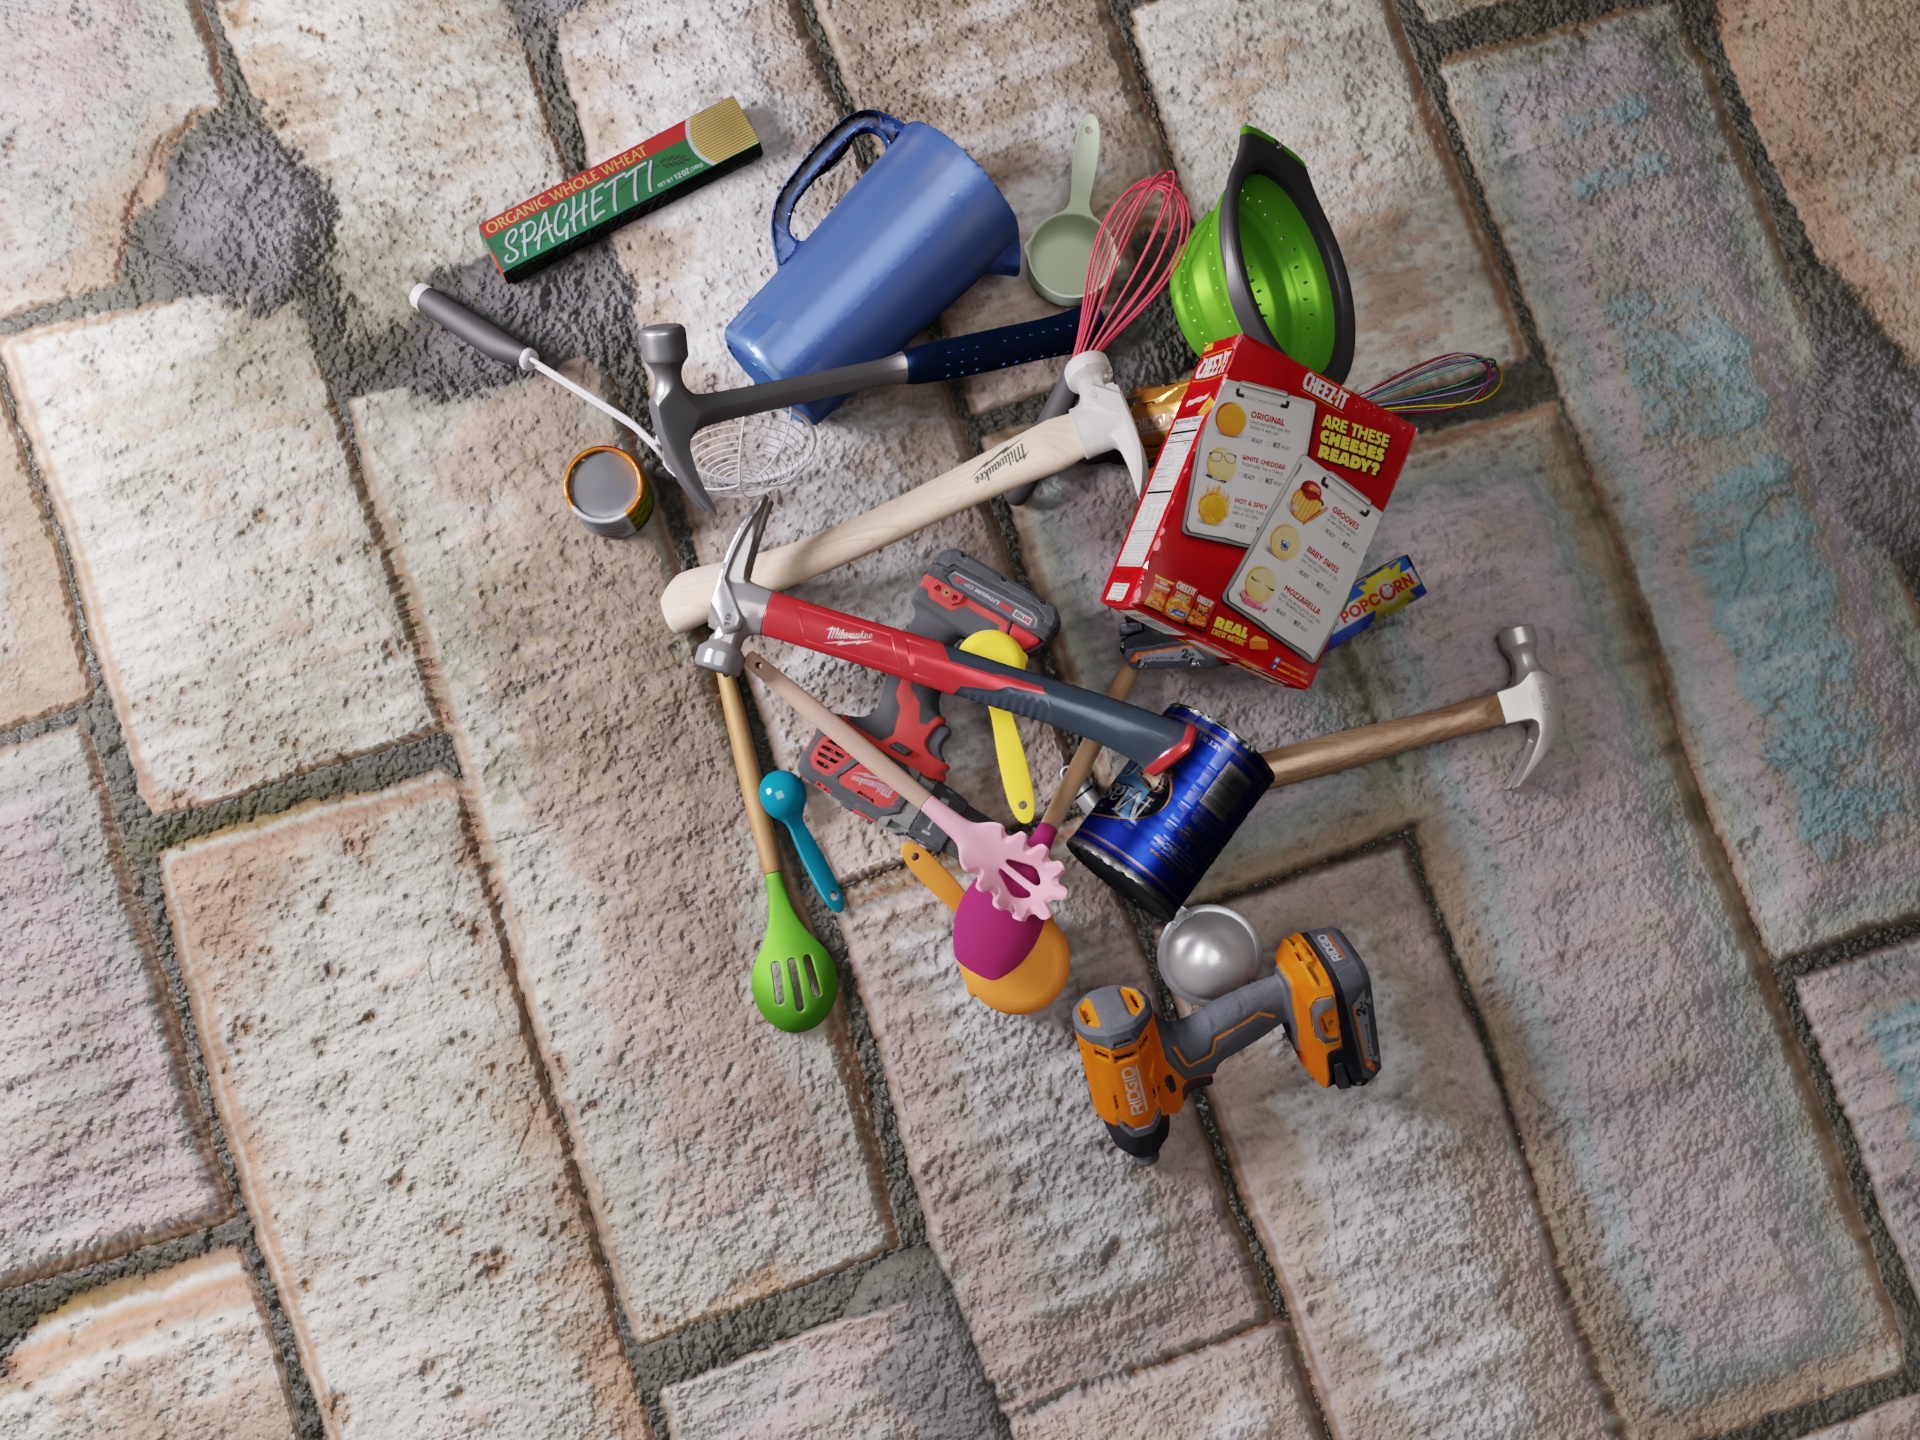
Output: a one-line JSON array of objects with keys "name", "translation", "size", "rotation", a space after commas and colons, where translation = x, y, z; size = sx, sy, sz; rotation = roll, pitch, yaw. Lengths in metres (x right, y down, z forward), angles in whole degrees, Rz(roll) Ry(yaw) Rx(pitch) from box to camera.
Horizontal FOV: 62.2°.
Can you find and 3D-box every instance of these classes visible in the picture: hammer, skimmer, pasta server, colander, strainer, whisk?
[{"name": "hammer", "translation": [0.342, 0.022, 1.331], "size": [0.331, 0.031, 0.130], "rotation": [-15, 84, -4]}, {"name": "hammer", "translation": [-0.003, -0.054, 1.218], "size": [0.386, 0.038, 0.143], "rotation": [17, 88, 8]}, {"name": "skimmer", "translation": [-0.291, -0.290, 1.315], "size": [0.363, 0.127, 0.090], "rotation": [32, 71, 12]}, {"name": "pasta server", "translation": [-0.048, 0.046, 1.240], "size": [0.316, 0.040, 0.060], "rotation": [39, 83, 7]}, {"name": "colander", "translation": [0.247, -0.275, 1.302], "size": [0.094, 0.204, 0.397], "rotation": [-14, 79, 39]}, {"name": "strainer", "translation": [0.163, 0.141, 1.308], "size": [0.087, 0.050, 0.258], "rotation": [-39, 83, 9]}, {"name": "whisk", "translation": [0.107, -0.309, 1.303], "size": [0.073, 0.073, 0.295], "rotation": [27, 108, 1]}, {"name": "hammer", "translation": [-0.055, -0.273, 1.266], "size": [0.405, 0.035, 0.144], "rotation": [-19, 118, -28]}, {"name": "hammer", "translation": [-0.051, -0.153, 1.272], "size": [0.410, 0.038, 0.146], "rotation": [-22, 61, 11]}, {"name": "whisk", "translation": [0.346, -0.268, 1.358], "size": [0.245, 0.051, 0.047], "rotation": [-16, 90, -1]}]

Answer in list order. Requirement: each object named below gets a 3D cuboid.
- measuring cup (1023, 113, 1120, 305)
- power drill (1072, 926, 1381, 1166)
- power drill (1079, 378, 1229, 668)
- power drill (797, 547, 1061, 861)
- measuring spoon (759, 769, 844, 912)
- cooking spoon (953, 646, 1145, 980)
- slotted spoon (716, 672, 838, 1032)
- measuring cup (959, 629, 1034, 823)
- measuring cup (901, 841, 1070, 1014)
[{"name": "measuring cup", "translation": [0.100, -0.437, 1.368], "size": [0.083, 0.038, 0.168], "rotation": [8, 82, -1]}, {"name": "power drill", "translation": [0.211, 0.265, 1.262], "size": [0.226, 0.084, 0.164], "rotation": [-16, 117, -4]}, {"name": "power drill", "translation": [0.165, -0.158, 1.292], "size": [0.084, 0.185, 0.226], "rotation": [-13, 98, -37]}, {"name": "power drill", "translation": [-0.002, -0.004, 1.298], "size": [0.188, 0.080, 0.227], "rotation": [31, 86, 1]}, {"name": "measuring spoon", "translation": [-0.122, 0.098, 1.301], "size": [0.042, 0.021, 0.128], "rotation": [-27, 90, -42]}, {"name": "cooking spoon", "translation": [0.083, 0.064, 1.283], "size": [0.068, 0.017, 0.319], "rotation": [31, 69, -4]}, {"name": "slotted spoon", "translation": [-0.162, 0.100, 1.304], "size": [0.070, 0.031, 0.314], "rotation": [-12, 83, -11]}, {"name": "measuring cup", "translation": [0.035, 0.004, 1.246], "size": [0.062, 0.029, 0.156], "rotation": [-13, 86, 0]}, {"name": "measuring cup", "translation": [0.017, 0.163, 1.271], "size": [0.095, 0.052, 0.173], "rotation": [-44, 102, -4]}]
